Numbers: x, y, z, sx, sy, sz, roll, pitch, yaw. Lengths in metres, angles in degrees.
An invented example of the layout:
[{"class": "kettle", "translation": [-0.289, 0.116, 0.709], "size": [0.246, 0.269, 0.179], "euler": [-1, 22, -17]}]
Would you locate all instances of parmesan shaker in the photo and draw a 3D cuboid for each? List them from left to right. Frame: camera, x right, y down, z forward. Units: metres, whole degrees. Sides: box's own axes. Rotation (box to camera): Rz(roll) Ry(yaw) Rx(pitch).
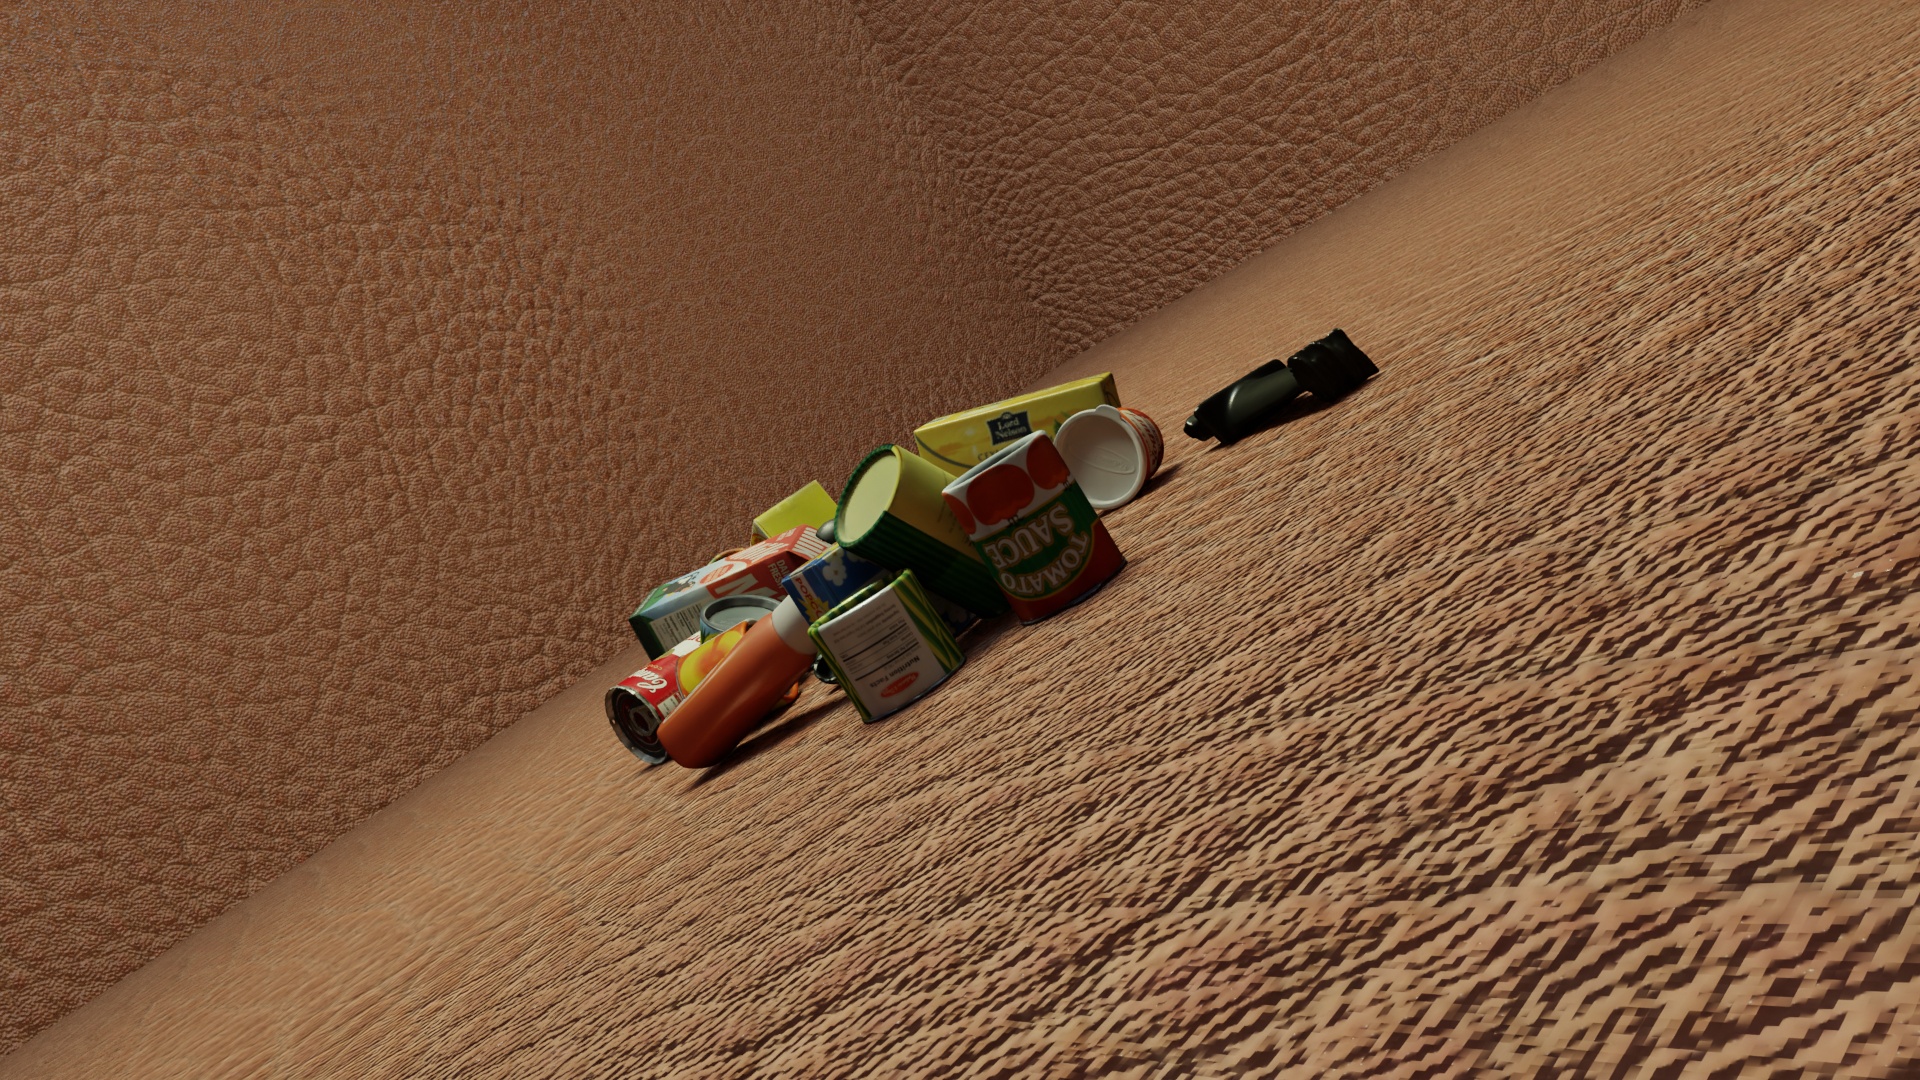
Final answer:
[{"class": "parmesan shaker", "translation": [-0.013, -0.006, 0.790], "size": [0.071, 0.103, 0.072], "euler": [-39, 36, 36]}]

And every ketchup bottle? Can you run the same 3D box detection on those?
[{"class": "ketchup bottle", "translation": [-0.124, 0.080, 0.861], "size": [0.148, 0.043, 0.065], "euler": [-46, -11, 23]}]

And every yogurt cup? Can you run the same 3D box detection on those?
[{"class": "yogurt cup", "translation": [0.103, -0.059, 0.940], "size": [0.072, 0.072, 0.054], "euler": [-28, -1, 33]}]

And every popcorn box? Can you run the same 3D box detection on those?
[{"class": "popcorn box", "translation": [-0.035, 0.026, 0.831], "size": [0.038, 0.085, 0.127], "euler": [-25, 10, 47]}]

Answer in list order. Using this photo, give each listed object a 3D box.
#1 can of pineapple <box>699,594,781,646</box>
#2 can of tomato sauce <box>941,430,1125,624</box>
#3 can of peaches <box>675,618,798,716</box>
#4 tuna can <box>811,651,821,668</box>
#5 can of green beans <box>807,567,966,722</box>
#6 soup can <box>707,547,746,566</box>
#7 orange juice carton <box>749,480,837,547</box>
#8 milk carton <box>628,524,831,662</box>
[{"class": "can of pineapple", "translation": [-0.160, 0.080, 1.026], "size": [0.071, 0.057, 0.071], "euler": [4, 21, -1]}, {"class": "can of tomato sauce", "translation": [0.038, -0.007, 0.739], "size": [0.071, 0.083, 0.071], "euler": [-32, 6, 4]}, {"class": "can of peaches", "translation": [-0.152, 0.097, 0.956], "size": [0.058, 0.071, 0.071], "euler": [-30, 6, 11]}, {"class": "tuna can", "translation": [-0.111, 0.073, 1.075], "size": [0.071, 0.033, 0.071], "euler": [-31, 5, 3]}, {"class": "can of green beans", "translation": [-0.040, 0.055, 0.745], "size": [0.071, 0.058, 0.071], "euler": [-31, 6, 4]}, {"class": "soup can", "translation": [-0.192, 0.055, 1.247], "size": [0.071, 0.071, 0.083], "euler": [-34, -24, -24]}, {"class": "orange juice carton", "translation": [-0.152, 0.028, 1.313], "size": [0.072, 0.073, 0.191], "euler": [-35, -14, -24]}, {"class": "milk carton", "translation": [-0.167, 0.047, 1.149], "size": [0.190, 0.073, 0.072], "euler": [-23, 14, 12]}]
